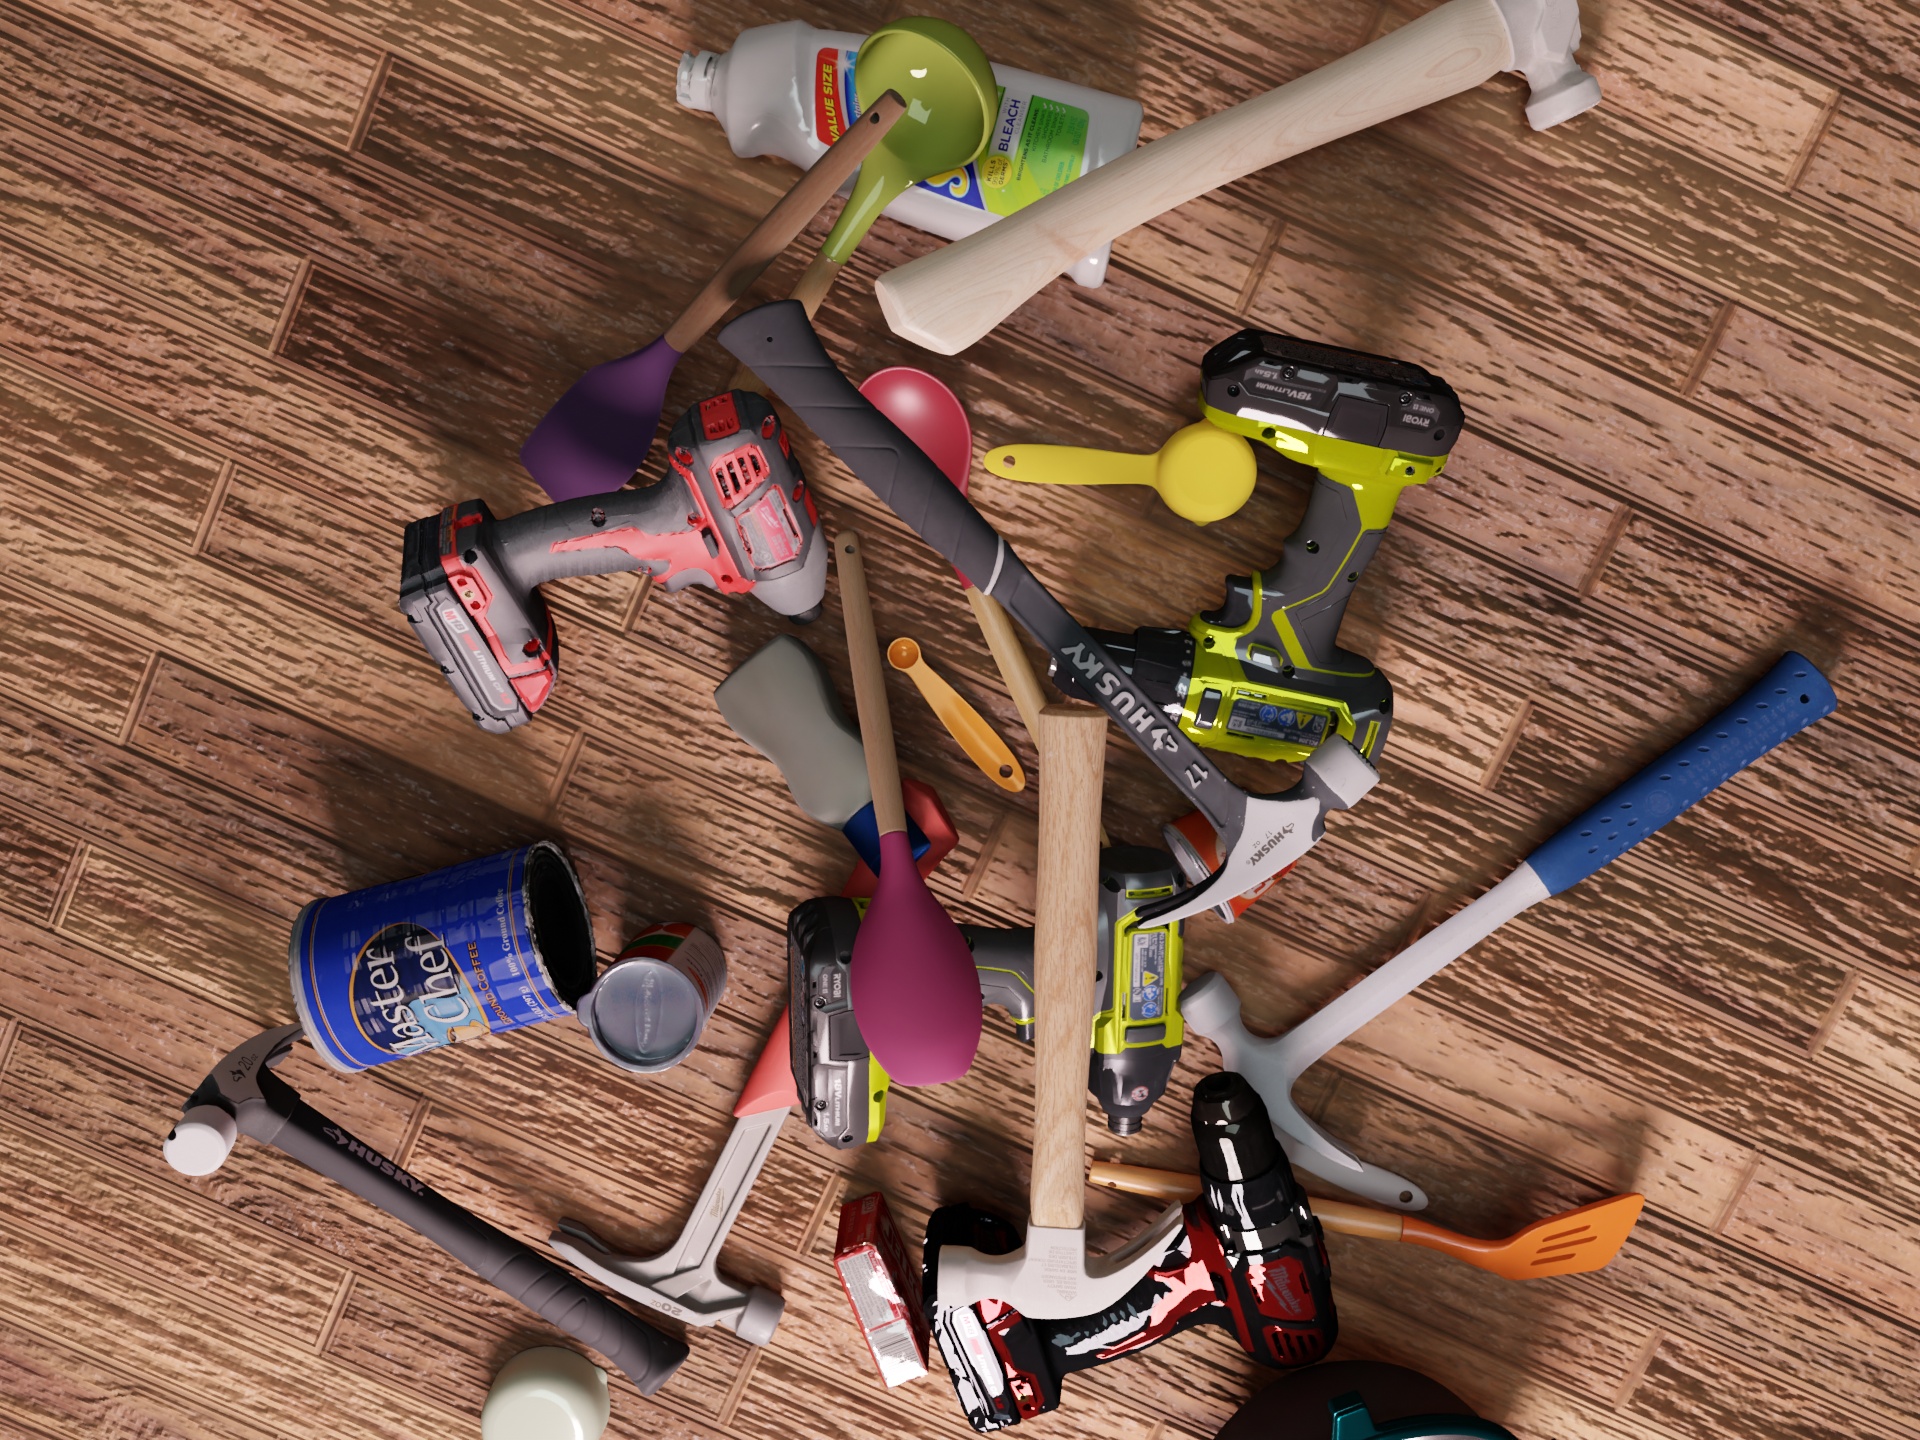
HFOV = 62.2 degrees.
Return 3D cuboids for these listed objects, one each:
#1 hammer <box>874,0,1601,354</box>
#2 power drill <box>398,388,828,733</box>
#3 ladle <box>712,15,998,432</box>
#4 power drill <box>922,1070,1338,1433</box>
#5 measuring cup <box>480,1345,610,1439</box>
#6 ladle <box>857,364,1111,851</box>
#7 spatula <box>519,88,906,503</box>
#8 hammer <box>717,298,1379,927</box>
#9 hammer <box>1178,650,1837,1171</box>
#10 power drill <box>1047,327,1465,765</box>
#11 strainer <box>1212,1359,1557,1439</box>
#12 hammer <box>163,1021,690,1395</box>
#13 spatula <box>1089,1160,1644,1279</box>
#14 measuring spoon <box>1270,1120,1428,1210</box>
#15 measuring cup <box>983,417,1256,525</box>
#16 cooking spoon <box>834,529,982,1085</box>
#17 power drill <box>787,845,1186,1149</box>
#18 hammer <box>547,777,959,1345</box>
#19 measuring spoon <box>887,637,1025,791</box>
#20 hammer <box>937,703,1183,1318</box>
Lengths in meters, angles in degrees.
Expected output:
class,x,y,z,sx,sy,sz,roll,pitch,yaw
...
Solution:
class,x,y,z,sx,sy,sz,roll,pitch,yaw
hammer,0.139,-0.308,0.825,0.410,0.038,0.146,-28,102,-9
power drill,-0.183,-0.083,0.882,0.219,0.079,0.143,-21,131,1
ladle,-0.086,-0.224,0.849,0.078,0.062,0.320,36,114,-3
power drill,0.094,0.305,0.916,0.226,0.080,0.187,-16,110,7
measuring cup,-0.236,0.471,0.988,0.083,0.038,0.167,-30,94,5
ladle,0.021,-0.056,0.920,0.069,0.031,0.315,-24,98,9
spatula,-0.136,-0.216,0.848,0.316,0.018,0.060,-38,95,31
hammer,0.028,-0.063,0.836,0.149,0.036,0.409,-44,95,8
hammer,0.330,0.103,0.926,0.405,0.035,0.144,-37,92,5
power drill,0.160,-0.088,0.867,0.190,0.080,0.228,12,115,-1
strainer,0.182,0.492,0.954,0.210,0.095,0.340,25,112,-29
hammer,-0.298,0.298,0.941,0.334,0.146,0.035,39,97,-15
spatula,0.239,0.293,0.954,0.322,0.041,0.081,9,131,7
measuring spoon,0.227,0.273,0.961,0.124,0.018,0.034,21,97,-2
measuring cup,0.091,-0.144,0.903,0.156,0.029,0.062,3,98,-2
cooking spoon,-0.041,0.038,0.864,0.068,0.017,0.319,-5,68,-13
power drill,0.019,0.167,0.905,0.223,0.080,0.171,-3,105,-15
hammer,-0.108,0.195,0.951,0.149,0.037,0.359,26,98,-2
measuring spoon,-0.001,-0.003,0.937,0.021,0.011,0.117,-40,98,5
hammer,0.057,0.156,0.837,0.130,0.031,0.331,2,99,3
